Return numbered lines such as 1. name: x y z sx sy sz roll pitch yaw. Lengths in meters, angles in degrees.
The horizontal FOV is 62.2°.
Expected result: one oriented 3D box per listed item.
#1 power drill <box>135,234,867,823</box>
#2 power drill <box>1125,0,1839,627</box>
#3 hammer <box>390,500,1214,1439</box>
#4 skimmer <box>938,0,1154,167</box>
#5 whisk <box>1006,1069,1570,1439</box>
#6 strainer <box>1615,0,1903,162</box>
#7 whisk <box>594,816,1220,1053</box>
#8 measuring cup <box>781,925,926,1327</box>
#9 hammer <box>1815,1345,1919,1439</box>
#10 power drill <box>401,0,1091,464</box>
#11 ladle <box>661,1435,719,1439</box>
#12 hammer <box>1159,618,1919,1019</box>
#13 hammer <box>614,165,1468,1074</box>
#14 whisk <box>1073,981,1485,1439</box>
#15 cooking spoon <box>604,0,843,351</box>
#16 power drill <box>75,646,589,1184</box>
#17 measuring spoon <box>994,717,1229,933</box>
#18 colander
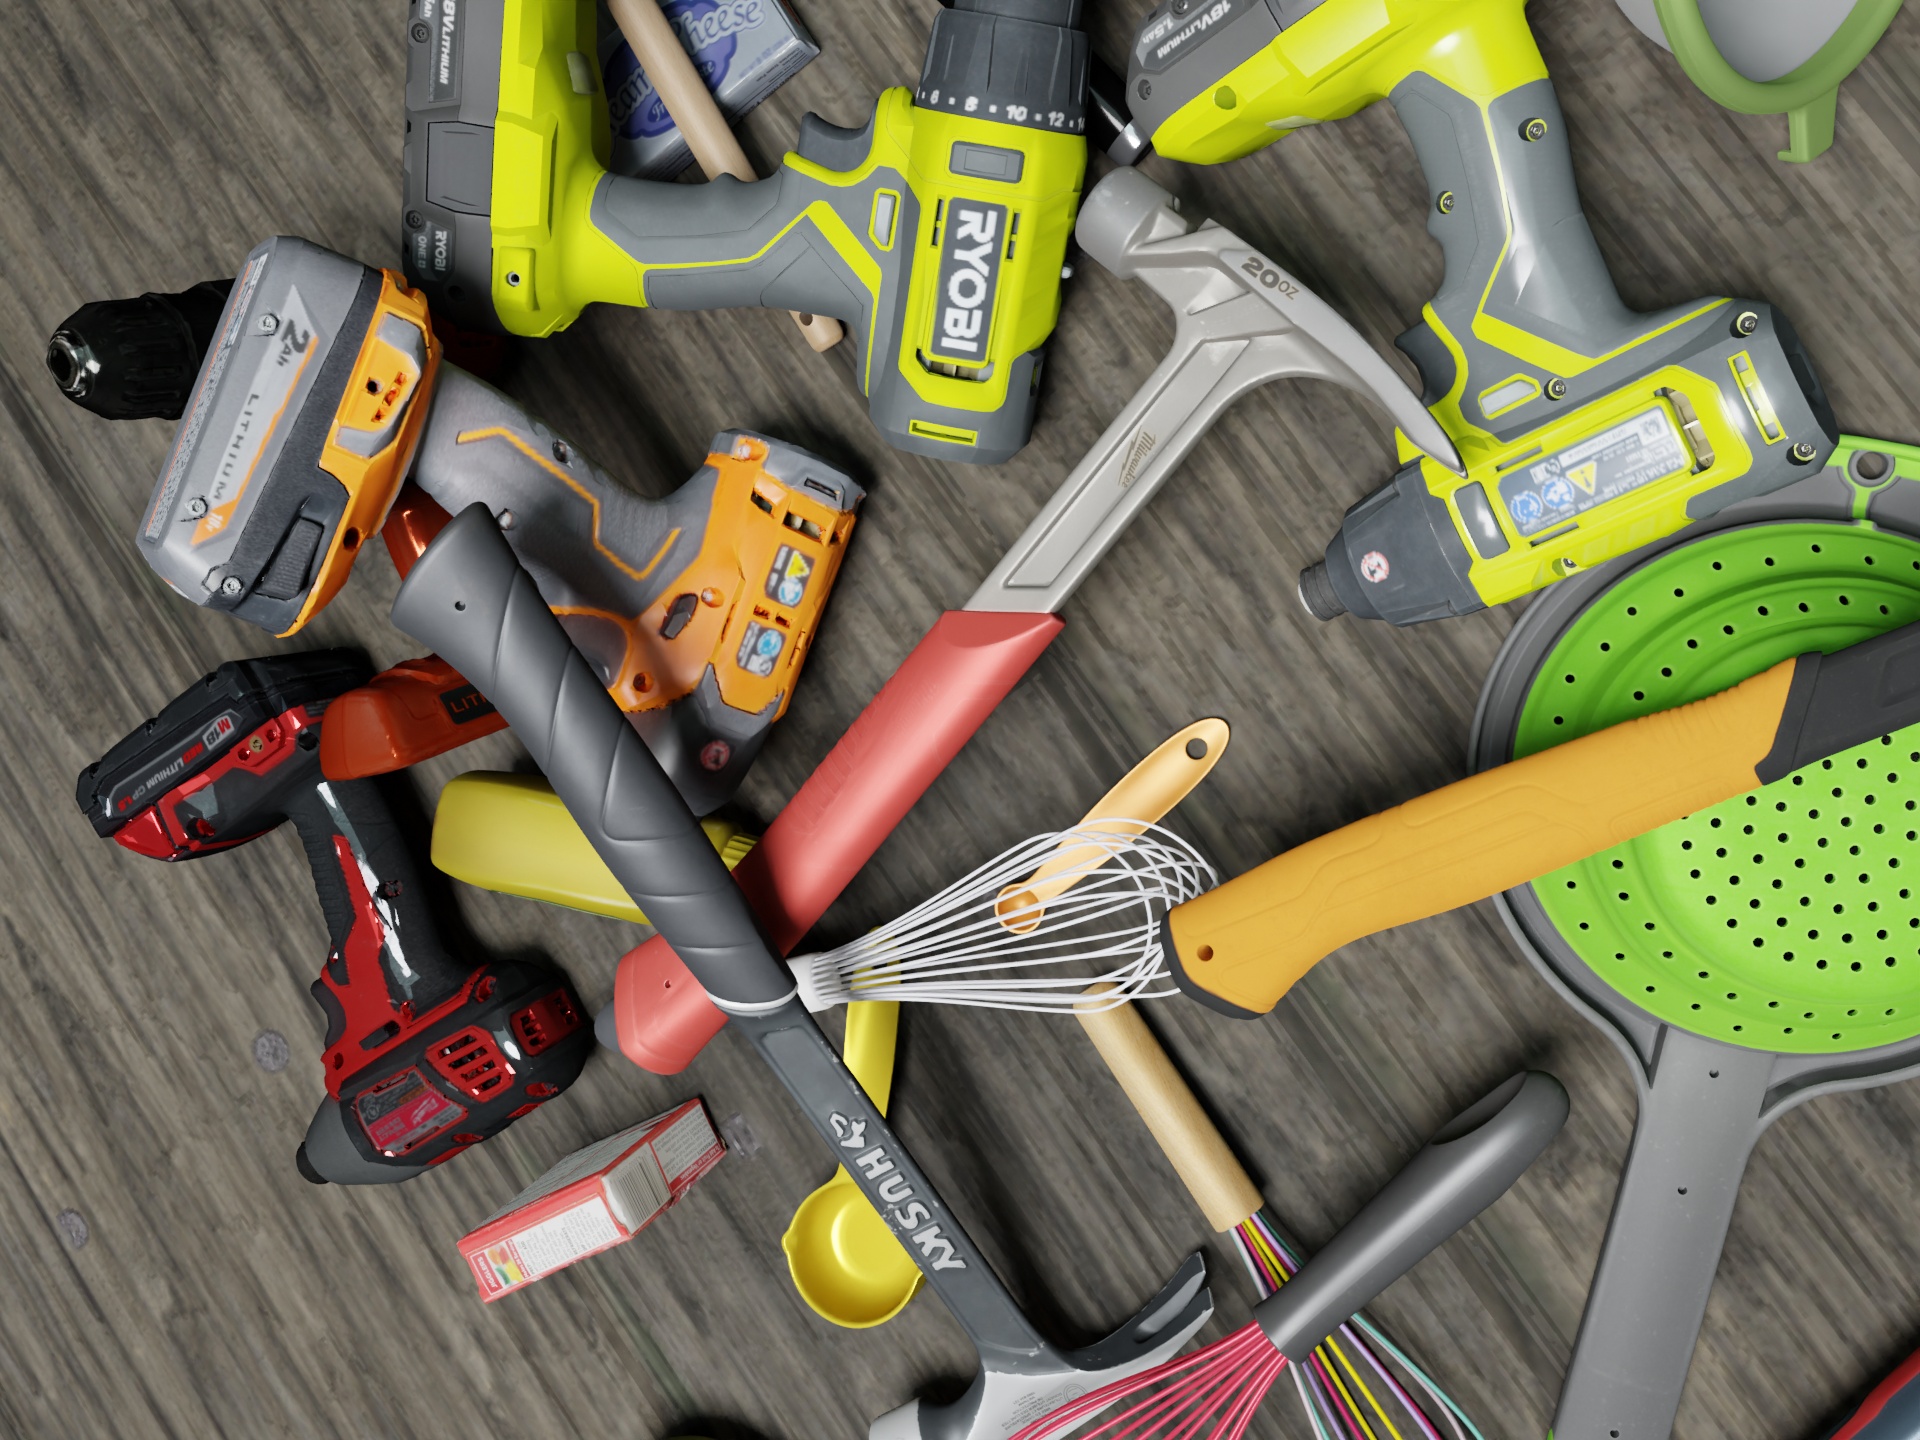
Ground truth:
1. power drill: -0.153 -0.050 0.555 0.084 0.226 0.164 15 84 56
2. power drill: 0.152 -0.148 0.520 0.171 0.080 0.223 -25 89 36
3. hammer: -0.056 0.105 0.545 0.149 0.036 0.408 -28 110 9
4. skimmer: -0.063 -0.333 0.603 0.363 0.090 0.127 43 94 -1
5. whisk: 0.095 0.223 0.544 0.073 0.073 0.296 45 101 9
6. strainer: 0.188 -0.269 0.447 0.069 0.256 0.151 29 107 51
7. whisk: -0.031 0.095 0.606 0.284 0.070 0.070 -18 89 28
8. measuring cup: -0.034 0.162 0.642 0.062 0.029 0.156 2 83 20
9. hammer: 0.318 0.196 0.482 0.038 0.143 0.386 40 108 13
10. power drill: -0.068 -0.203 0.557 0.228 0.080 0.190 10 112 2
11. ladle: 0.006 0.332 0.623 0.320 0.062 0.078 1 119 14
12. hammer: 0.204 0.002 0.448 0.337 0.034 0.127 -27 80 24
13. hammer: -0.001 -0.002 0.548 0.149 0.036 0.359 45 108 16
14. whisk: 0.118 0.201 0.585 0.051 0.047 0.245 -37 80 18
15. cooking spoon: -0.131 -0.280 0.591 0.069 0.017 0.318 -25 103 25
16. power drill: -0.268 0.090 0.679 0.143 0.078 0.220 -32 88 17
17. measuring spoon: 0.058 0.040 0.608 0.117 0.011 0.021 -43 82 12
18. colander: 0.250 0.104 0.508 0.204 0.094 0.397 13 98 16
